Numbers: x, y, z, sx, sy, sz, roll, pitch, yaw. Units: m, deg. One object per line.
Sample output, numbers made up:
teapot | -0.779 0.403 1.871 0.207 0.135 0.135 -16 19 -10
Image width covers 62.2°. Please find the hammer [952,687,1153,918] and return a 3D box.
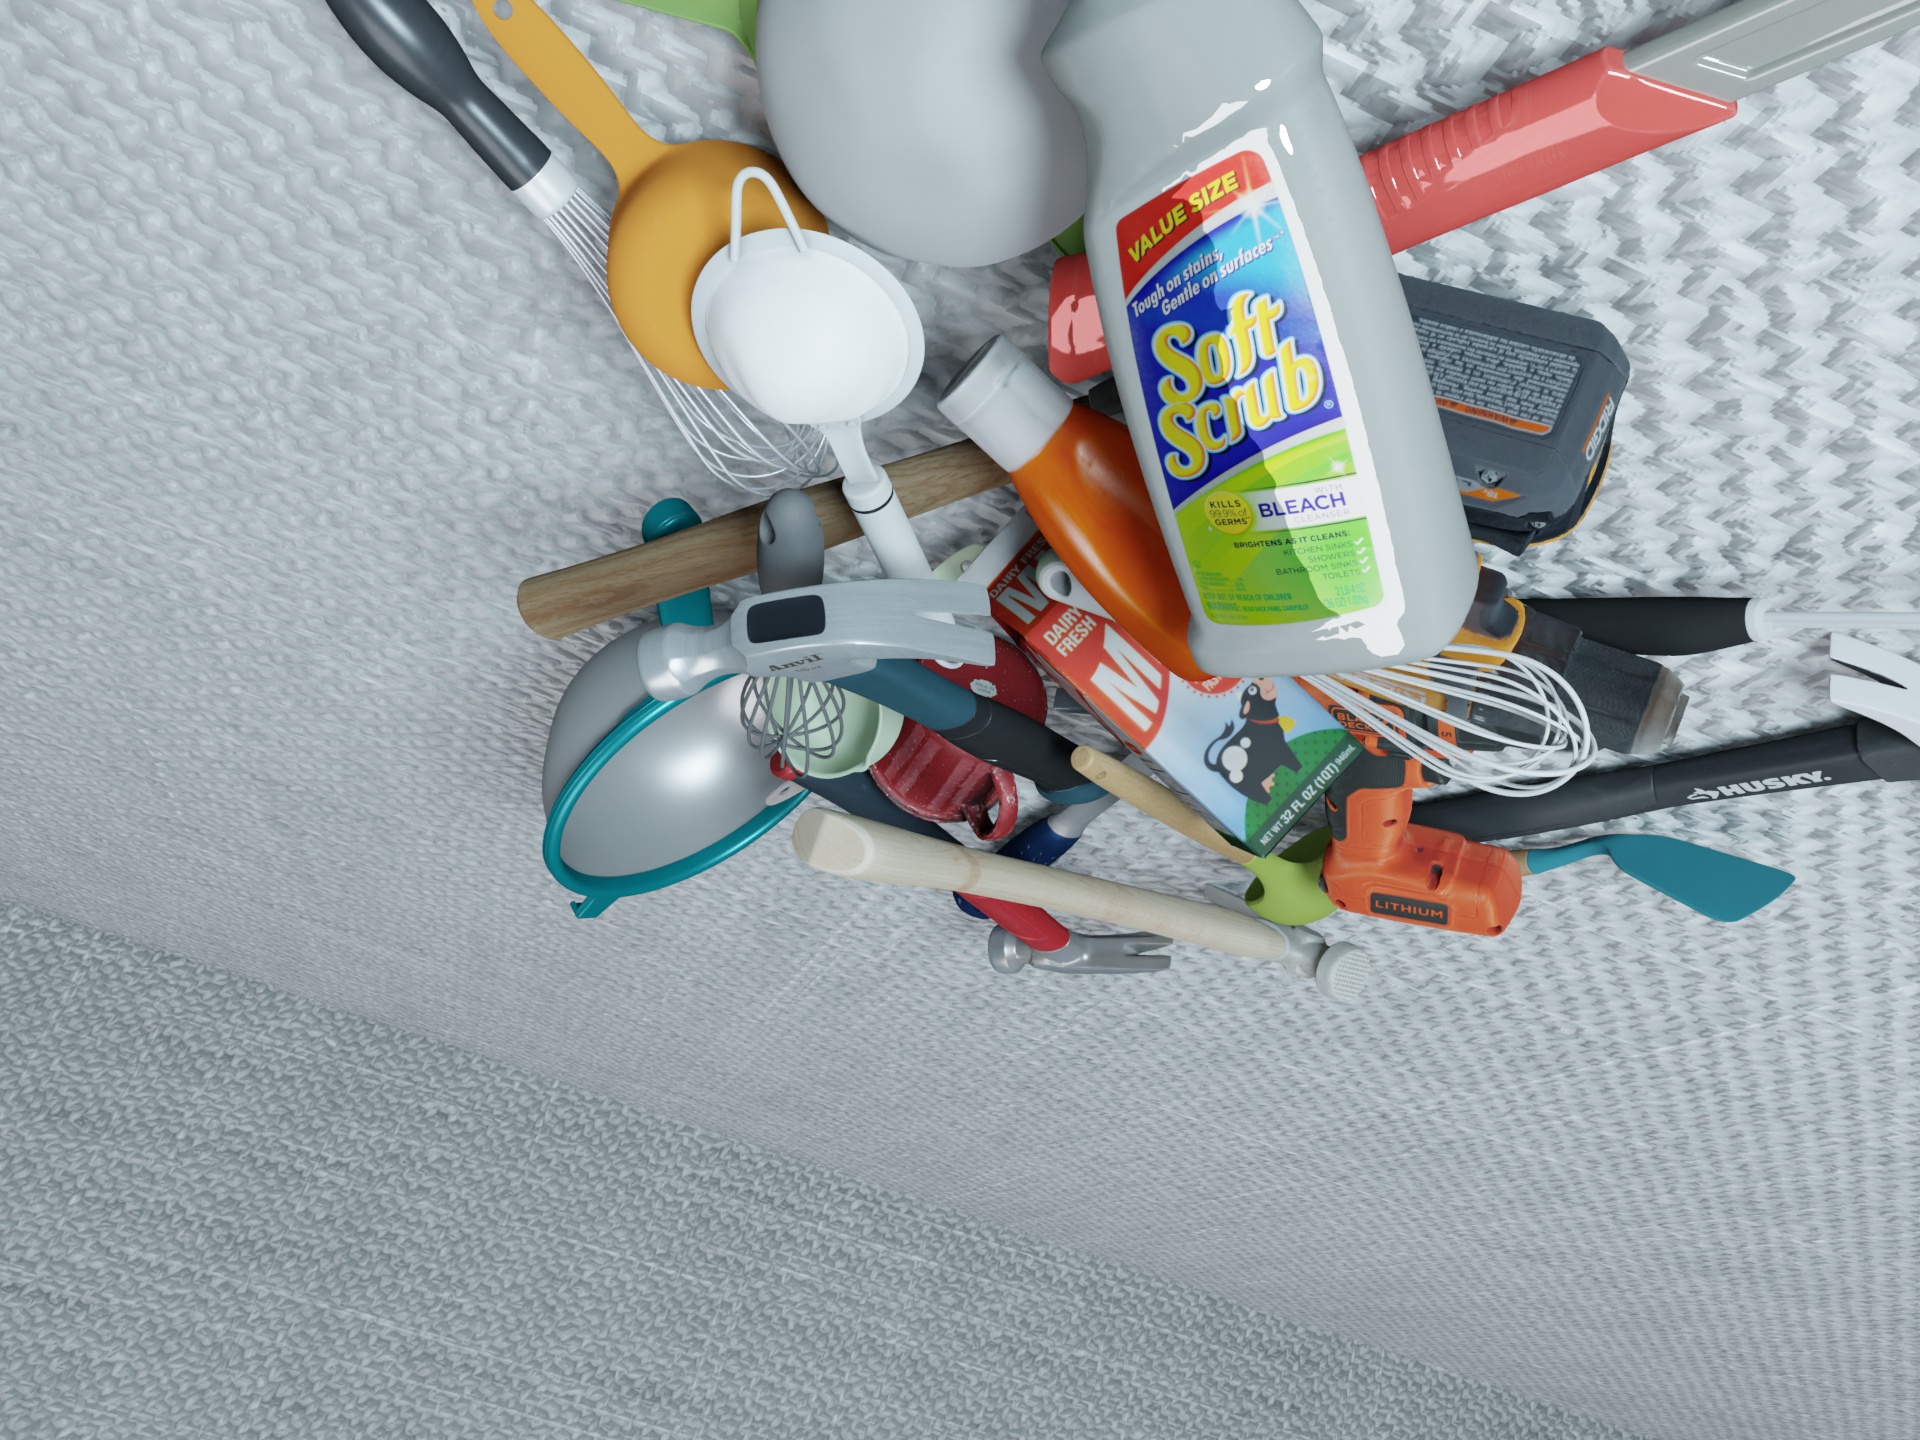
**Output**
hammer | 0.068 0.063 1.054 0.144 0.035 0.405 21 154 -10

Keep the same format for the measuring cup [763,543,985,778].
measuring cup | -0.036 -0.036 0.849 0.167 0.083 0.038 -43 167 24

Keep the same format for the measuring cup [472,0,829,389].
measuring cup | -0.116 -0.196 0.585 0.095 0.052 0.173 -35 124 14

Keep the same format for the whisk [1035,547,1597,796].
whisk | 0.135 -0.028 0.649 0.246 0.059 0.057 22 127 28

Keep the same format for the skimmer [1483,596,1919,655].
skimmer | 0.381 -0.066 0.619 0.363 0.090 0.127 3 162 47

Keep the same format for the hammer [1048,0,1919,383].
hammer | 0.180 -0.171 0.482 0.359 0.037 0.149 -15 141 38

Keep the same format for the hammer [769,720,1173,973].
hammer | 0.009 0.094 1.046 0.143 0.038 0.385 -5 152 29

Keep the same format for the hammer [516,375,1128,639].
hammer | -0.046 -0.093 0.695 0.331 0.031 0.129 -16 151 18

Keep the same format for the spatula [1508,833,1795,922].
spatula | 0.325 0.099 0.959 0.082 0.044 0.317 -18 -178 -38

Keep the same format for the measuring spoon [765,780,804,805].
measuring spoon | -0.073 0.012 0.981 0.124 0.018 0.034 -35 156 8

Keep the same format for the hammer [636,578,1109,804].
hammer | -0.001 -0.002 0.736 0.128 0.033 0.330 -12 163 22

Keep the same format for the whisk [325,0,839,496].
whisk | -0.147 -0.193 0.647 0.070 0.070 0.284 -7 140 40

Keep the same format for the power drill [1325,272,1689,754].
power drill | 0.207 -0.065 0.635 0.185 0.084 0.226 21 160 22

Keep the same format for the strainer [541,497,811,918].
strainer | -0.167 -0.030 0.898 0.095 0.211 0.340 51 157 25

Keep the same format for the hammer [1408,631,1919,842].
hammer | 0.351 0.035 0.831 0.146 0.035 0.335 31 151 -30

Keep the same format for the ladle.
ladle | 0.142 0.057 0.886 0.078 0.062 0.319 -38 144 18

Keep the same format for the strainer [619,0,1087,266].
strainer | -0.060 -0.216 0.529 0.256 0.069 0.151 15 155 -1

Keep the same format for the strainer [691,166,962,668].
strainer | -0.038 -0.095 0.625 0.087 0.050 0.258 -3 145 18

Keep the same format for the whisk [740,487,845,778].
whisk | -0.076 -0.034 0.719 0.055 0.055 0.238 16 155 1

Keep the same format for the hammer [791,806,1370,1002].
hammer | 0.070 0.104 0.966 0.410 0.038 0.146 17 -177 -37
